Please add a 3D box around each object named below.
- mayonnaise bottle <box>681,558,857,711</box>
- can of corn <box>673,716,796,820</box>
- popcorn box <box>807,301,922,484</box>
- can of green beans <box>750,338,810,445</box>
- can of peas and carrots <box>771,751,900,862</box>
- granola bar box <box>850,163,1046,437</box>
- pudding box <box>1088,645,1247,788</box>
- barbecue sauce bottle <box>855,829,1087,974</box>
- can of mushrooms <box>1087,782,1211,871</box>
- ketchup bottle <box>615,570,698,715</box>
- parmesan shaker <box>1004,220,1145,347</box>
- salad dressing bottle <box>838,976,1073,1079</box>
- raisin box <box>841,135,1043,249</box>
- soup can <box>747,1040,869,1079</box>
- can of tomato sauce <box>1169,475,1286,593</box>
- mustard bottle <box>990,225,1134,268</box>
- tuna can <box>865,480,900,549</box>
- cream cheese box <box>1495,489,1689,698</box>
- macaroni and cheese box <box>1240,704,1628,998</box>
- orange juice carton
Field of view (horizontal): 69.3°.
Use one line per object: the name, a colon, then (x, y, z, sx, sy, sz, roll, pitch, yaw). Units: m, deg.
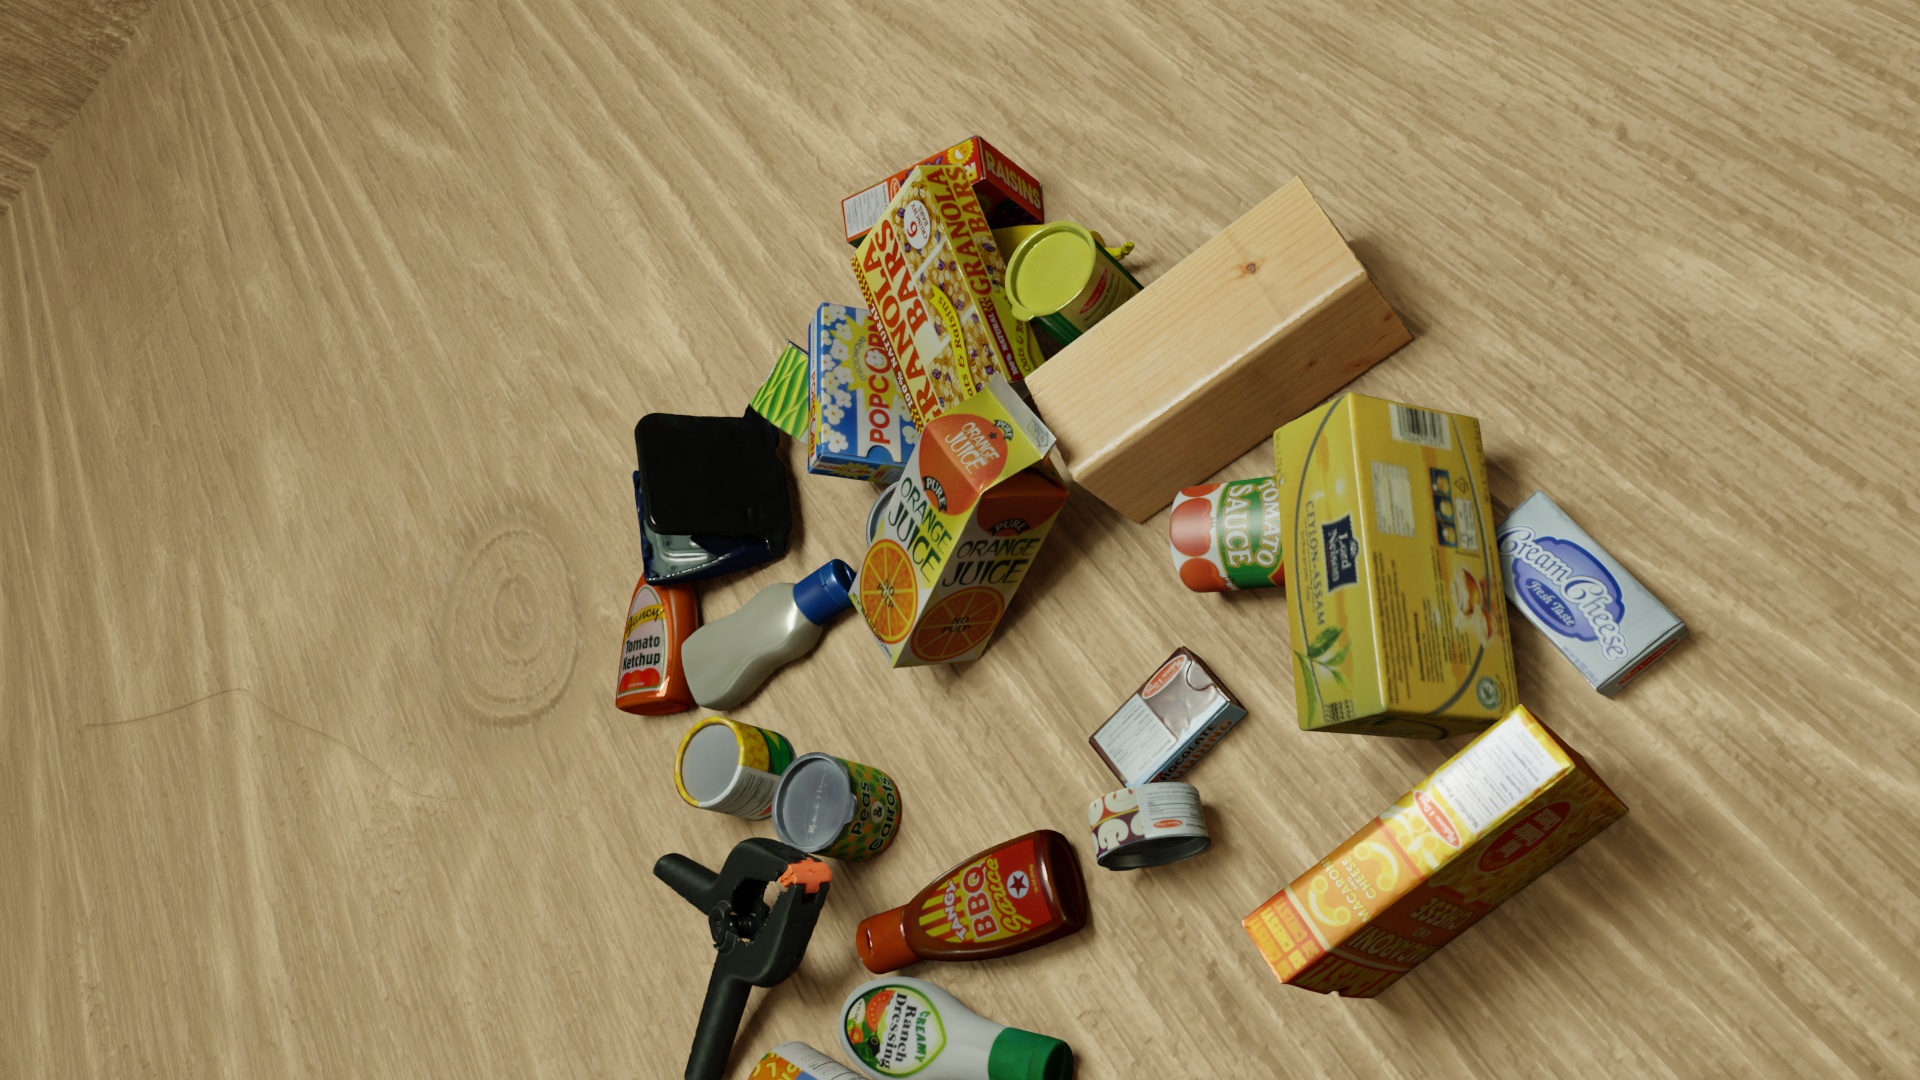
mayonnaise bottle: (-0.139, 0.066, 1.024, 0.148, 0.041, 0.065, -33, 58, 19)
can of corn: (-0.162, 0.161, 0.991, 0.071, 0.058, 0.071, -13, 65, 30)
popcorn box: (-0.066, -0.106, 1.009, 0.038, 0.085, 0.127, 136, 136, -57)
can of green beans: (-0.119, -0.110, 1.063, 0.071, 0.071, 0.058, 38, 96, 38)
can of peas and carrots: (-0.080, 0.179, 0.927, 0.071, 0.058, 0.071, -13, 66, 30)
granola bar box: (-0.010, -0.156, 0.959, 0.123, 0.039, 0.166, -40, 67, 55)
pudding box: (0.123, 0.111, 0.829, 0.083, 0.030, 0.050, -47, 51, 11)
barbecue sauce bottle: (0.004, 0.230, 0.857, 0.148, 0.043, 0.065, -27, 60, 25)
can of mushrooms: (0.106, 0.165, 0.798, 0.071, 0.071, 0.033, -24, 60, 26)
ketchup bottle: (-0.234, 0.060, 1.091, 0.064, 0.043, 0.149, -13, 65, 31)
parmesan shaker: (0.082, -0.154, 0.916, 0.071, 0.103, 0.071, -14, 65, 31)
salad dressing bottle: (-0.004, 0.303, 0.834, 0.147, 0.044, 0.064, 0, 67, 35)
raisin box: (-0.013, -0.244, 1.028, 0.123, 0.086, 0.040, -17, 69, 29)
soup can: (-0.086, 0.358, 0.855, 0.084, 0.071, 0.071, 13, 80, 38)
can of tomato sauce: (0.173, -0.005, 0.814, 0.083, 0.071, 0.071, -7, 69, 34)
mustard bottle: (0.053, -0.192, 0.986, 0.160, 0.049, 0.065, -2, 74, 34)
tuna can: (-0.031, -0.011, 0.983, 0.071, 0.033, 0.071, -13, 65, 31)
cream cheese box: (0.320, 0.027, 0.728, 0.053, 0.024, 0.104, -43, 53, 13)
macaroni and cheese box: (0.233, 0.158, 0.674, 0.166, 0.123, 0.040, -43, 52, 14)
orange juice carton: (0.003, -0.011, 0.886, 0.072, 0.073, 0.191, 55, 132, 36)
